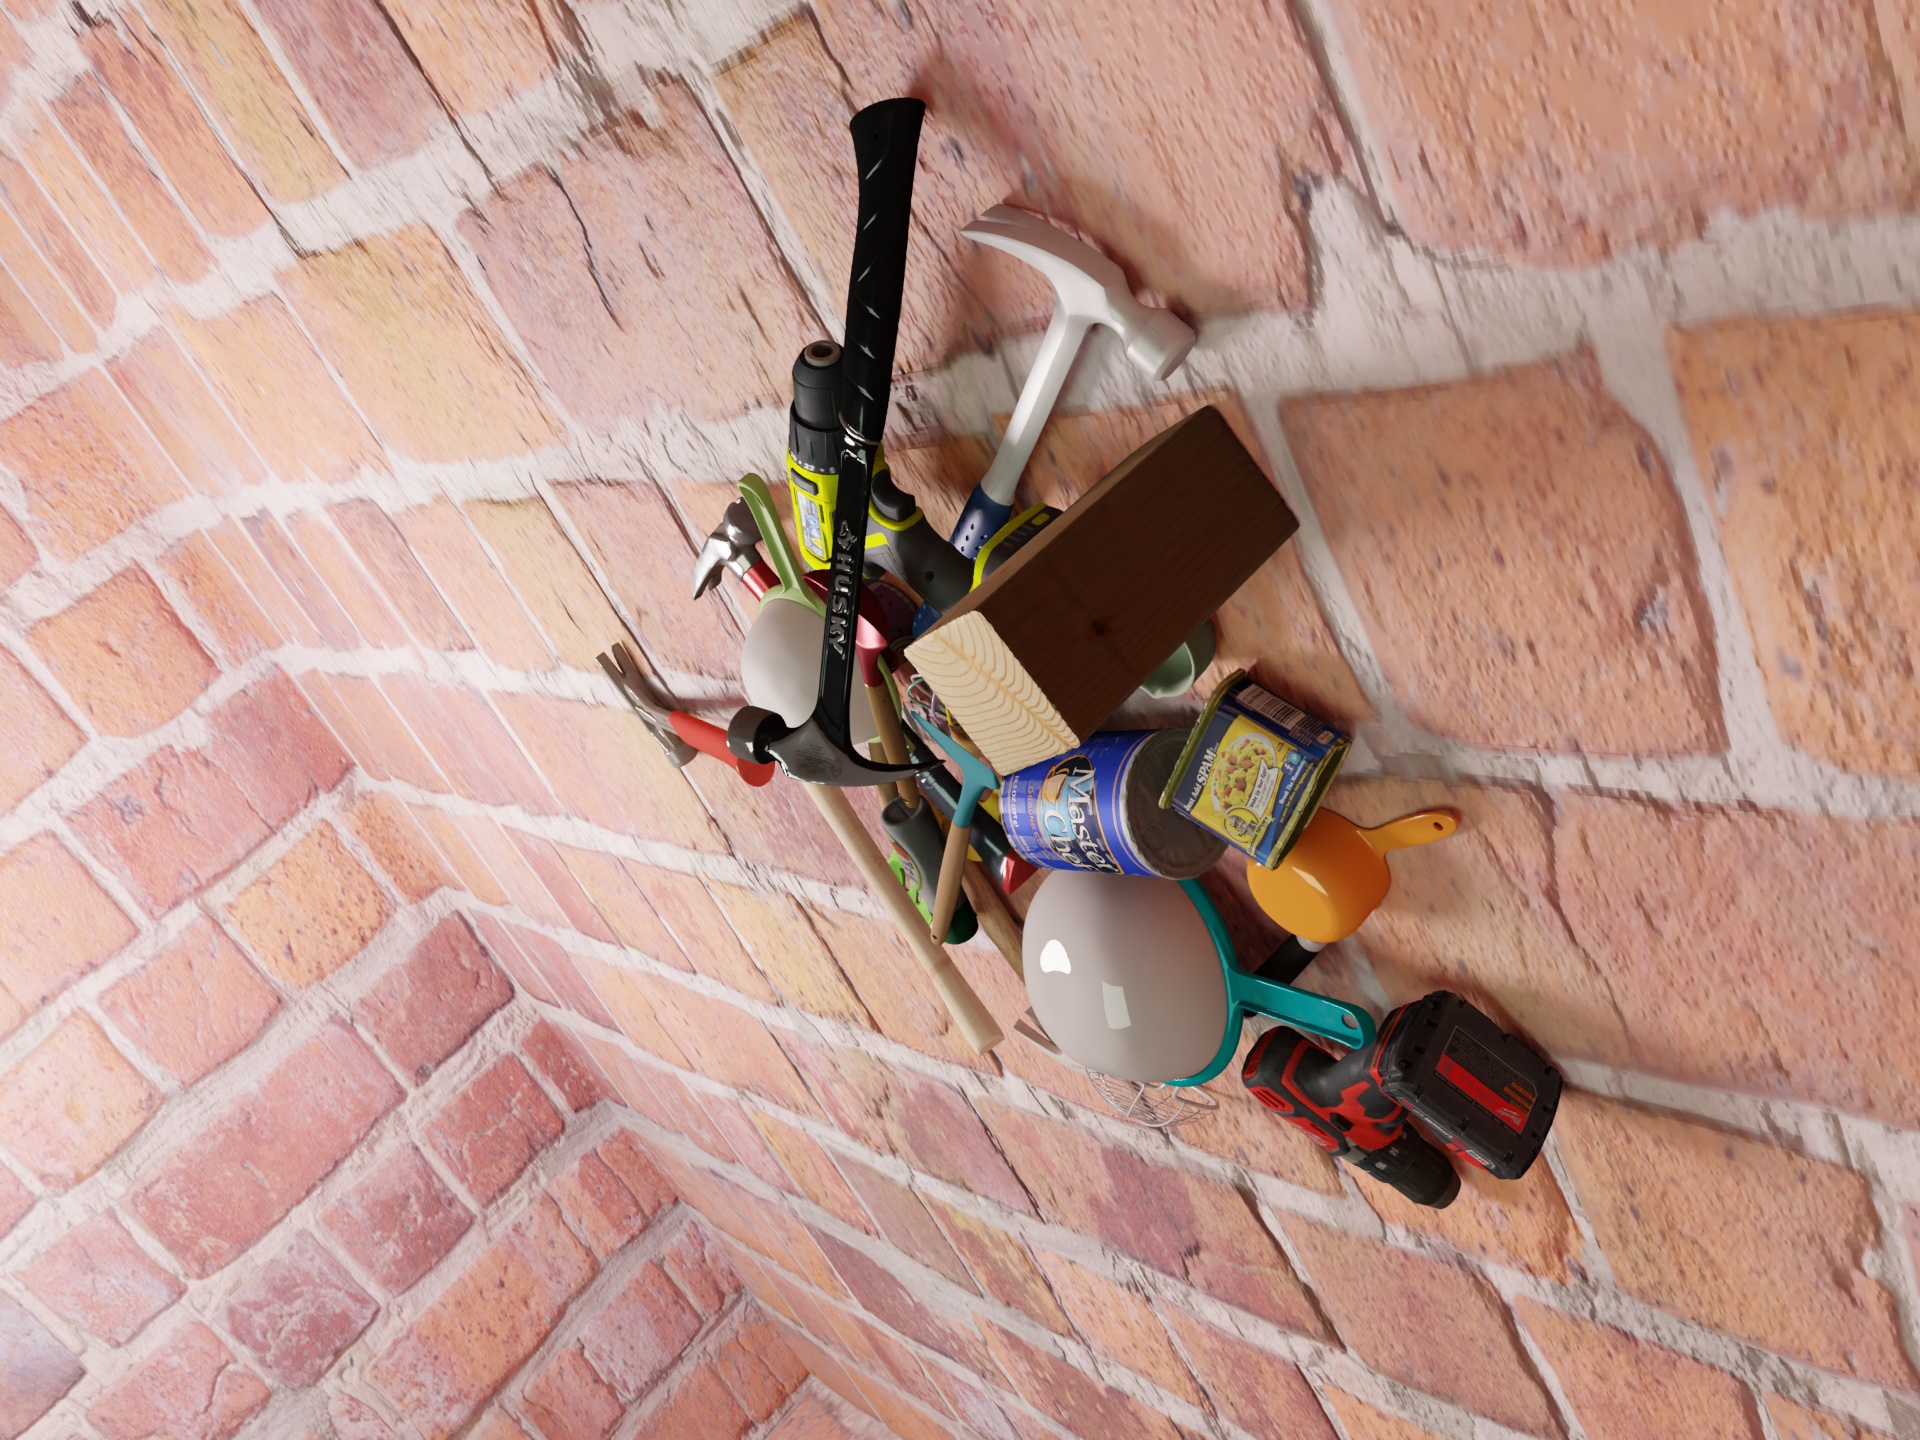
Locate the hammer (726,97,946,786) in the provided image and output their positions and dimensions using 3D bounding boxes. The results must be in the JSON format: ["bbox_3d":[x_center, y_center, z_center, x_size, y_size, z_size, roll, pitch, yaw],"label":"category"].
[{"bbox_3d":[-0.058,-0.153,0.944,0.149,0.036,0.408,16,109,29],"label":"hammer"}]

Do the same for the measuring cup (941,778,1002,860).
[{"bbox_3d":[0.023,0.077,1.329,0.062,0.029,0.156,45,152,4],"label":"measuring cup"}]

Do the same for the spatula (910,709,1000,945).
[{"bbox_3d":[-0.010,0.100,1.267,0.082,0.044,0.317,36,146,20],"label":"spatula"}]

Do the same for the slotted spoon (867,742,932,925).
[{"bbox_3d":[-0.061,0.081,1.454,0.070,0.031,0.313,29,145,34],"label":"slotted spoon"}]

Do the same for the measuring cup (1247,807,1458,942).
[{"bbox_3d":[0.250,0.095,1.023,0.095,0.052,0.173,49,153,-3],"label":"measuring cup"}]

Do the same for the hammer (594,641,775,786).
[{"bbox_3d":[-0.262,0.005,1.543,0.149,0.037,0.359,58,163,-20],"label":"hammer"}]

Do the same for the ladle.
[{"bbox_3d":[-0.057,-0.014,1.138,0.069,0.031,0.315,36,160,25],"label":"ladle"}]

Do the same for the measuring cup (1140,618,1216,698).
[{"bbox_3d":[0.096,-0.070,1.045,0.168,0.038,0.083,23,143,40],"label":"measuring cup"}]

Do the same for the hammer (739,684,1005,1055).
[{"bbox_3d":[-0.078,0.134,1.450,0.410,0.038,0.146,59,174,-16],"label":"hammer"}]

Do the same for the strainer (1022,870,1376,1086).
[{"bbox_3d":[0.147,0.200,1.168,0.340,0.095,0.211,8,111,56],"label":"strainer"}]

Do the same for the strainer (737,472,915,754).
[{"bbox_3d":[-0.134,-0.065,1.198,0.152,0.069,0.256,23,145,39],"label":"strainer"}]

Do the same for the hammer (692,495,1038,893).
[{"bbox_3d":[-0.080,-0.006,1.325,0.386,0.038,0.143,49,147,3],"label":"hammer"}]

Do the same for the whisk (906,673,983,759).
[{"bbox_3d":[-0.002,-0.002,1.177,0.047,0.051,0.244,59,177,15],"label":"whisk"}]

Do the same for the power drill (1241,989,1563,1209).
[{"bbox_3d":[0.323,0.280,1.130,0.188,0.080,0.226,37,155,-4],"label":"power drill"}]

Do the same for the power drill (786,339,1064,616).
[{"bbox_3d":[-0.024,-0.127,1.019,0.229,0.080,0.190,36,151,26],"label":"power drill"}]

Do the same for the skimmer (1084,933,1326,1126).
[{"bbox_3d":[0.203,0.234,1.277,0.127,0.090,0.363,24,139,-3],"label":"skimmer"}]

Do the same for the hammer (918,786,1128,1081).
[{"bbox_3d":[0.041,0.198,1.456,0.130,0.031,0.331,-7,121,55],"label":"hammer"}]

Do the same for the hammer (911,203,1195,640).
[{"bbox_3d":[0.023,-0.159,1.031,0.144,0.035,0.405,42,151,8],"label":"hammer"}]
